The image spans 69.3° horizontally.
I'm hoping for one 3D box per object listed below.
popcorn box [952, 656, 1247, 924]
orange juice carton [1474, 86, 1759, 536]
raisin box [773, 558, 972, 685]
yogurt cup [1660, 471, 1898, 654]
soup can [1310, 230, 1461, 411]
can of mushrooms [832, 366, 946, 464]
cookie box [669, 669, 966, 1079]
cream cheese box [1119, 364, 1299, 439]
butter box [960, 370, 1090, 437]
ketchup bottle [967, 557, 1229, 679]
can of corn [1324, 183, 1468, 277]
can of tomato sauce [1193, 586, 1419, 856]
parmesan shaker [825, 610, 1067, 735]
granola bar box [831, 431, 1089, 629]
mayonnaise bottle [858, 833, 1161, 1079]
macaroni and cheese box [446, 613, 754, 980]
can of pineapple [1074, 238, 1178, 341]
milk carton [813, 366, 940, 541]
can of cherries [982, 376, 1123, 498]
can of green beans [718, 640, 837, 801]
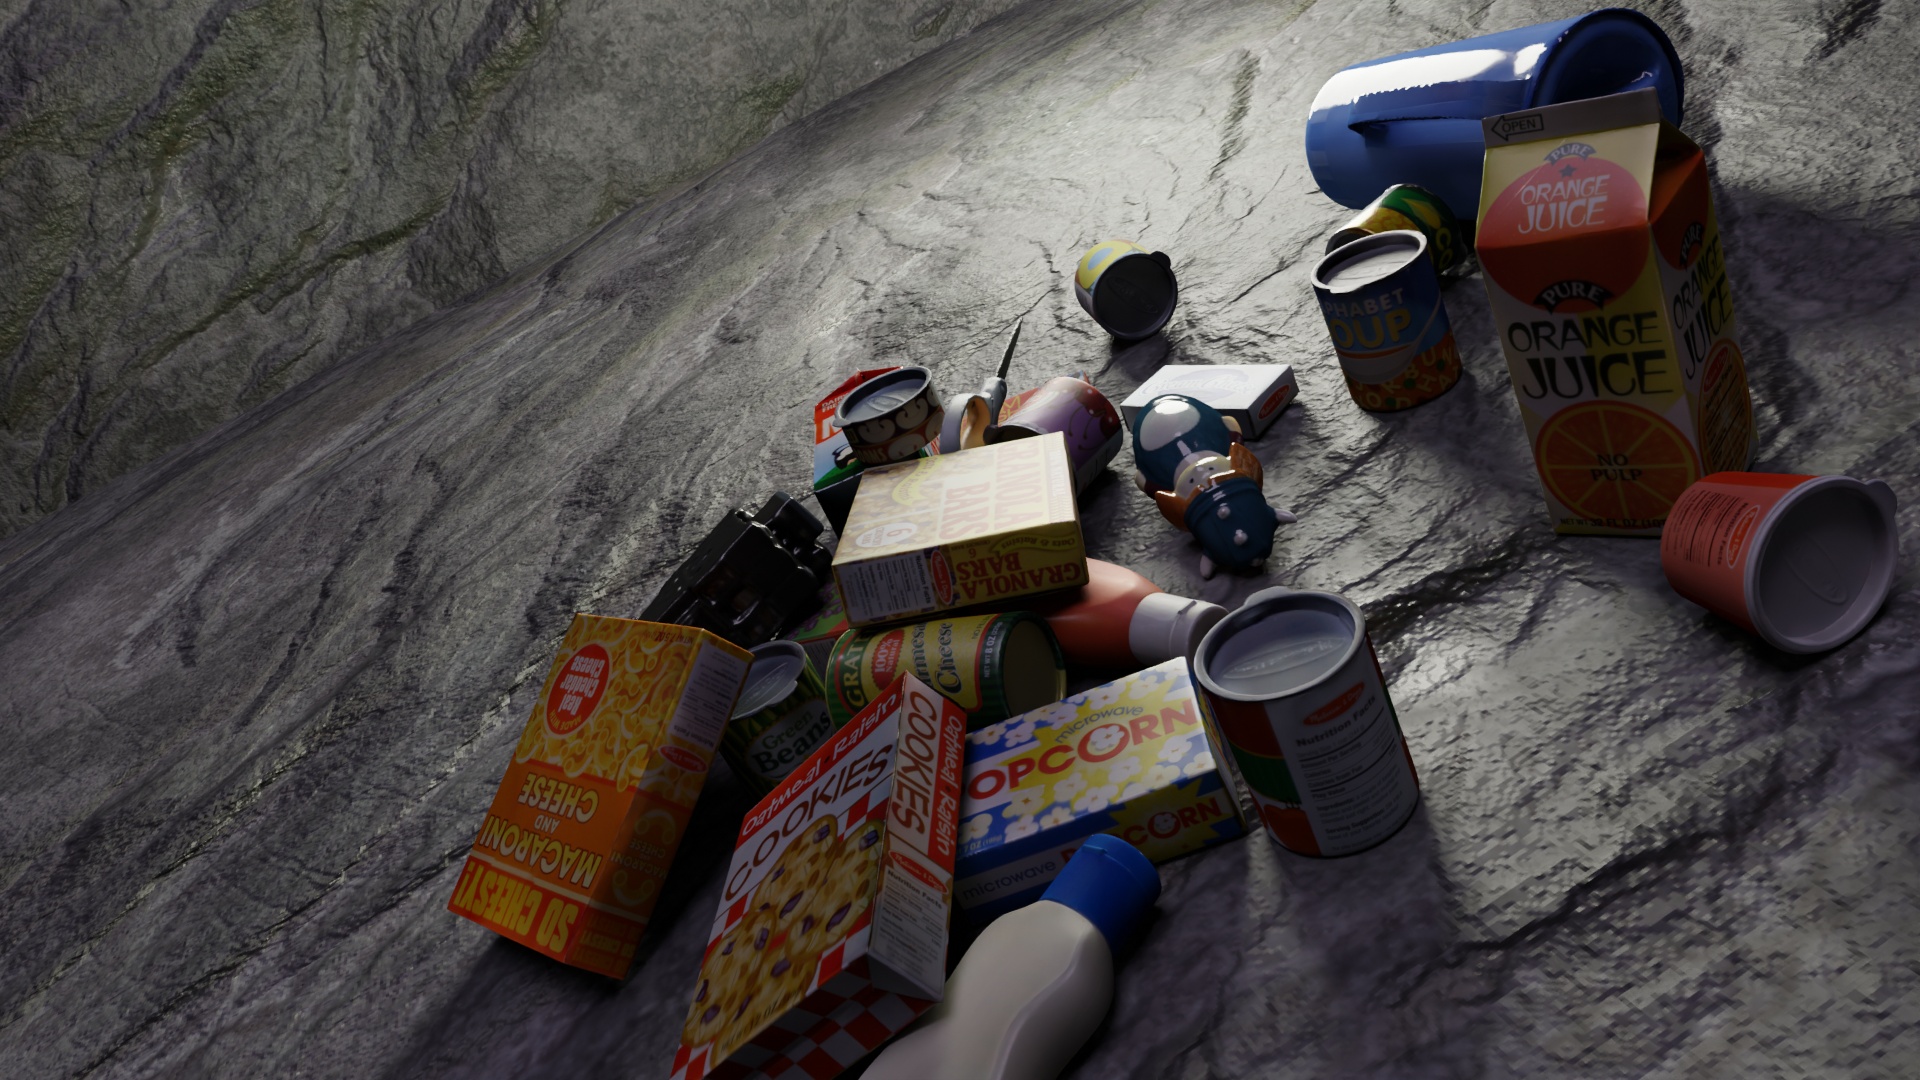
[{"bbox_3d":[0.052,0.107,0.605,0.126,0.038,0.085,-21,26,10],"label":"popcorn box"},{"bbox_3d":[0.283,-0.100,0.601,0.072,0.192,0.073,2,37,46],"label":"orange juice carton"},{"bbox_3d":[-0.037,0.038,0.809,0.123,0.040,0.086,-12,29,26],"label":"raisin box"},{"bbox_3d":[0.311,0.004,0.535,0.072,0.072,0.054,-30,18,-8],"label":"yogurt cup"},{"bbox_3d":[0.245,-0.125,0.802,0.071,0.083,0.072,-21,27,11],"label":"soup can"},{"bbox_3d":[-0.045,-0.078,0.871,0.071,0.033,0.071,-19,28,11],"label":"can of mushrooms"},{"bbox_3d":[-0.054,0.147,0.581,0.122,0.040,0.168,-43,20,24],"label":"cookie box"},{"bbox_3d":[0.157,-0.089,0.882,0.104,0.024,0.053,7,40,48],"label":"cream cheese box"},{"bbox_3d":[0.045,-0.082,0.969,0.103,0.024,0.053,-21,27,11],"label":"butter box"},{"bbox_3d":[0.072,0.038,0.707,0.065,0.043,0.149,-34,27,-30],"label":"ketchup bottle"},{"bbox_3d":[0.283,-0.188,0.905,0.058,0.071,0.071,-38,29,-22],"label":"can of corn"},{"bbox_3d":[0.136,0.071,0.546,0.071,0.082,0.071,-21,27,11],"label":"can of tomato sauce"},{"bbox_3d":[-0.006,0.069,0.694,0.103,0.071,0.072,-8,31,32],"label":"parmesan shaker"},{"bbox_3d":[0.003,-0.009,0.756,0.124,0.039,0.166,-11,19,6],"label":"granola bar box"},{"bbox_3d":[0.021,0.173,0.513,0.064,0.041,0.149,0,35,48],"label":"mayonnaise bottle"},{"bbox_3d":[-0.183,0.124,0.707,0.123,0.040,0.167,2,65,45],"label":"macaroni and cheese box"},{"bbox_3d":[0.125,-0.191,1.048,0.071,0.070,0.058,-26,26,1],"label":"can of pineapple"},{"bbox_3d":[-0.055,-0.059,0.964,0.073,0.072,0.191,-23,26,6],"label":"milk carton"},{"bbox_3d":[0.058,-0.063,0.871,0.071,0.071,0.059,3,38,45],"label":"can of cherries"},{"bbox_3d":[-0.099,0.096,0.739,0.071,0.057,0.071,-21,27,11],"label":"can of green beans"}]
